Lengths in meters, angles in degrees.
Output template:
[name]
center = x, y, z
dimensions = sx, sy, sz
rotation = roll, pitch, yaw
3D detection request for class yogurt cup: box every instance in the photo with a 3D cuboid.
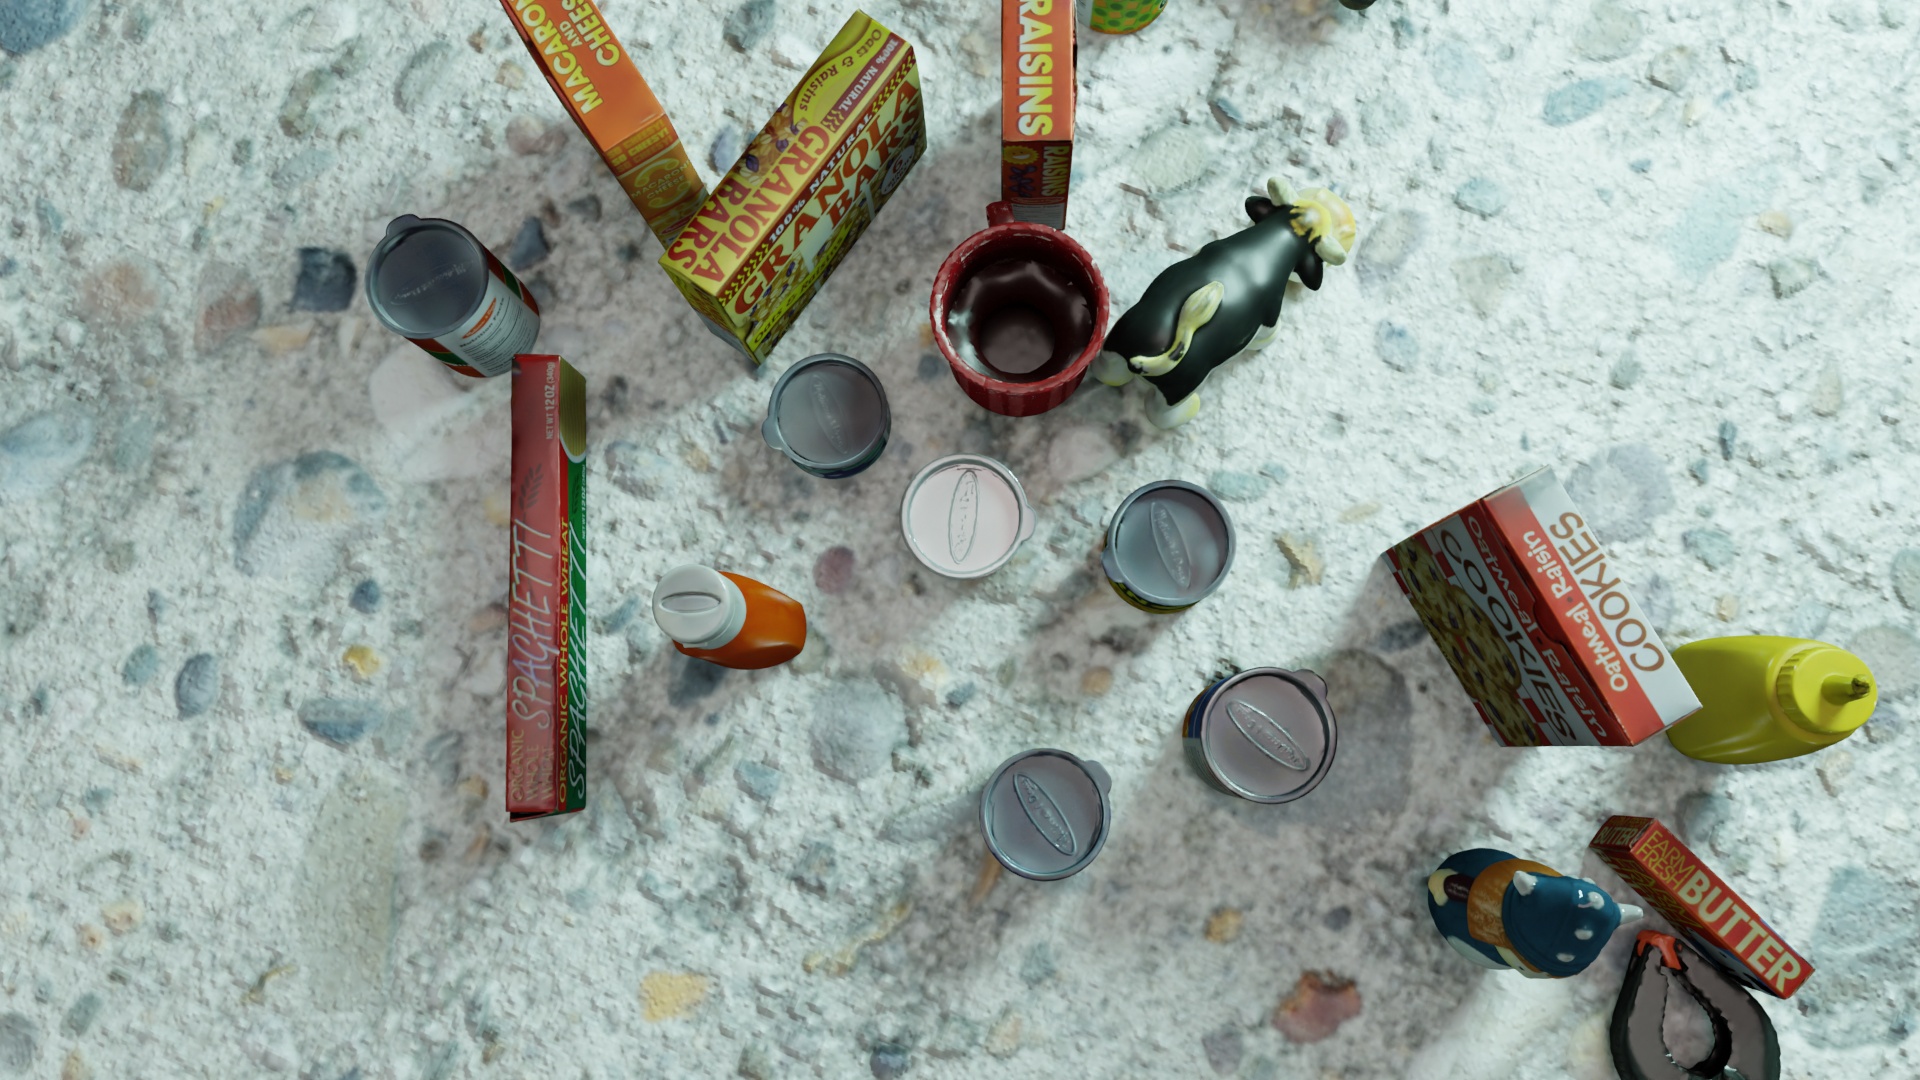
[yogurt cup]
center = 0.003, -0.009, 0.751
dimensions = 0.072, 0.054, 0.072
rotation = 0, 81, 2

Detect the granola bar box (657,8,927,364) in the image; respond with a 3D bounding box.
[granola bar box]
center = -0.083, -0.183, 0.746
dimensions = 0.039, 0.124, 0.165
rotation = 36, 84, 7

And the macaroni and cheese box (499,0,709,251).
[macaroni and cheese box]
center = -0.182, -0.226, 0.735
dimensions = 0.040, 0.166, 0.124
rotation = -33, 82, -3

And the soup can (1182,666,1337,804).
[soup can]
center = 0.153, 0.098, 0.713
dimensions = 0.071, 0.083, 0.071
rotation = 0, 81, 2

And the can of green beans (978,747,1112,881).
[can of green beans]
center = 0.043, 0.141, 0.724
dimensions = 0.071, 0.057, 0.071
rotation = 0, 81, 2

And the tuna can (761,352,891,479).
[tuna can]
center = -0.074, -0.067, 0.774
dimensions = 0.071, 0.033, 0.071
rotation = 0, 81, 2

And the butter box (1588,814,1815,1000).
[butter box]
center = 0.374, 0.185, 0.707
dimensions = 0.024, 0.053, 0.103
rotation = -44, 82, -4

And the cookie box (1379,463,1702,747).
[cookie box]
center = 0.272, 0.039, 0.676
dimensions = 0.040, 0.167, 0.123
rotation = -29, 81, -2

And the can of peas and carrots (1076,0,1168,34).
[can of peas and carrots]
center = 0.094, -0.335, 0.797
dimensions = 0.071, 0.058, 0.071
rotation = 0, 81, 2

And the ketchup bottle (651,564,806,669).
[ketchup bottle]
center = -0.119, 0.040, 0.700
dimensions = 0.065, 0.148, 0.043
rotation = -3, 82, 2

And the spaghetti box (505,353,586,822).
[spaghetti box]
center = -0.224, 0.025, 0.756
dimensions = 0.029, 0.050, 0.250
rotation = -3, 81, 2

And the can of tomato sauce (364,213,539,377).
[can of tomato sauce]
center = -0.279, -0.133, 0.766
dimensions = 0.071, 0.083, 0.071
rotation = 0, 81, 2

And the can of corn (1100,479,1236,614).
[can of corn]
center = 0.108, 0.006, 0.742
dimensions = 0.071, 0.058, 0.071
rotation = 0, 81, 2

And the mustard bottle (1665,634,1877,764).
[mustard bottle]
center = 0.393, 0.076, 0.669
dimensions = 0.049, 0.160, 0.065
rotation = 1, 82, 2

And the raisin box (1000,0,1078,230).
[raisin box]
center = 0.041, -0.229, 0.749
dimensions = 0.040, 0.123, 0.086
rotation = 1, 81, 2
